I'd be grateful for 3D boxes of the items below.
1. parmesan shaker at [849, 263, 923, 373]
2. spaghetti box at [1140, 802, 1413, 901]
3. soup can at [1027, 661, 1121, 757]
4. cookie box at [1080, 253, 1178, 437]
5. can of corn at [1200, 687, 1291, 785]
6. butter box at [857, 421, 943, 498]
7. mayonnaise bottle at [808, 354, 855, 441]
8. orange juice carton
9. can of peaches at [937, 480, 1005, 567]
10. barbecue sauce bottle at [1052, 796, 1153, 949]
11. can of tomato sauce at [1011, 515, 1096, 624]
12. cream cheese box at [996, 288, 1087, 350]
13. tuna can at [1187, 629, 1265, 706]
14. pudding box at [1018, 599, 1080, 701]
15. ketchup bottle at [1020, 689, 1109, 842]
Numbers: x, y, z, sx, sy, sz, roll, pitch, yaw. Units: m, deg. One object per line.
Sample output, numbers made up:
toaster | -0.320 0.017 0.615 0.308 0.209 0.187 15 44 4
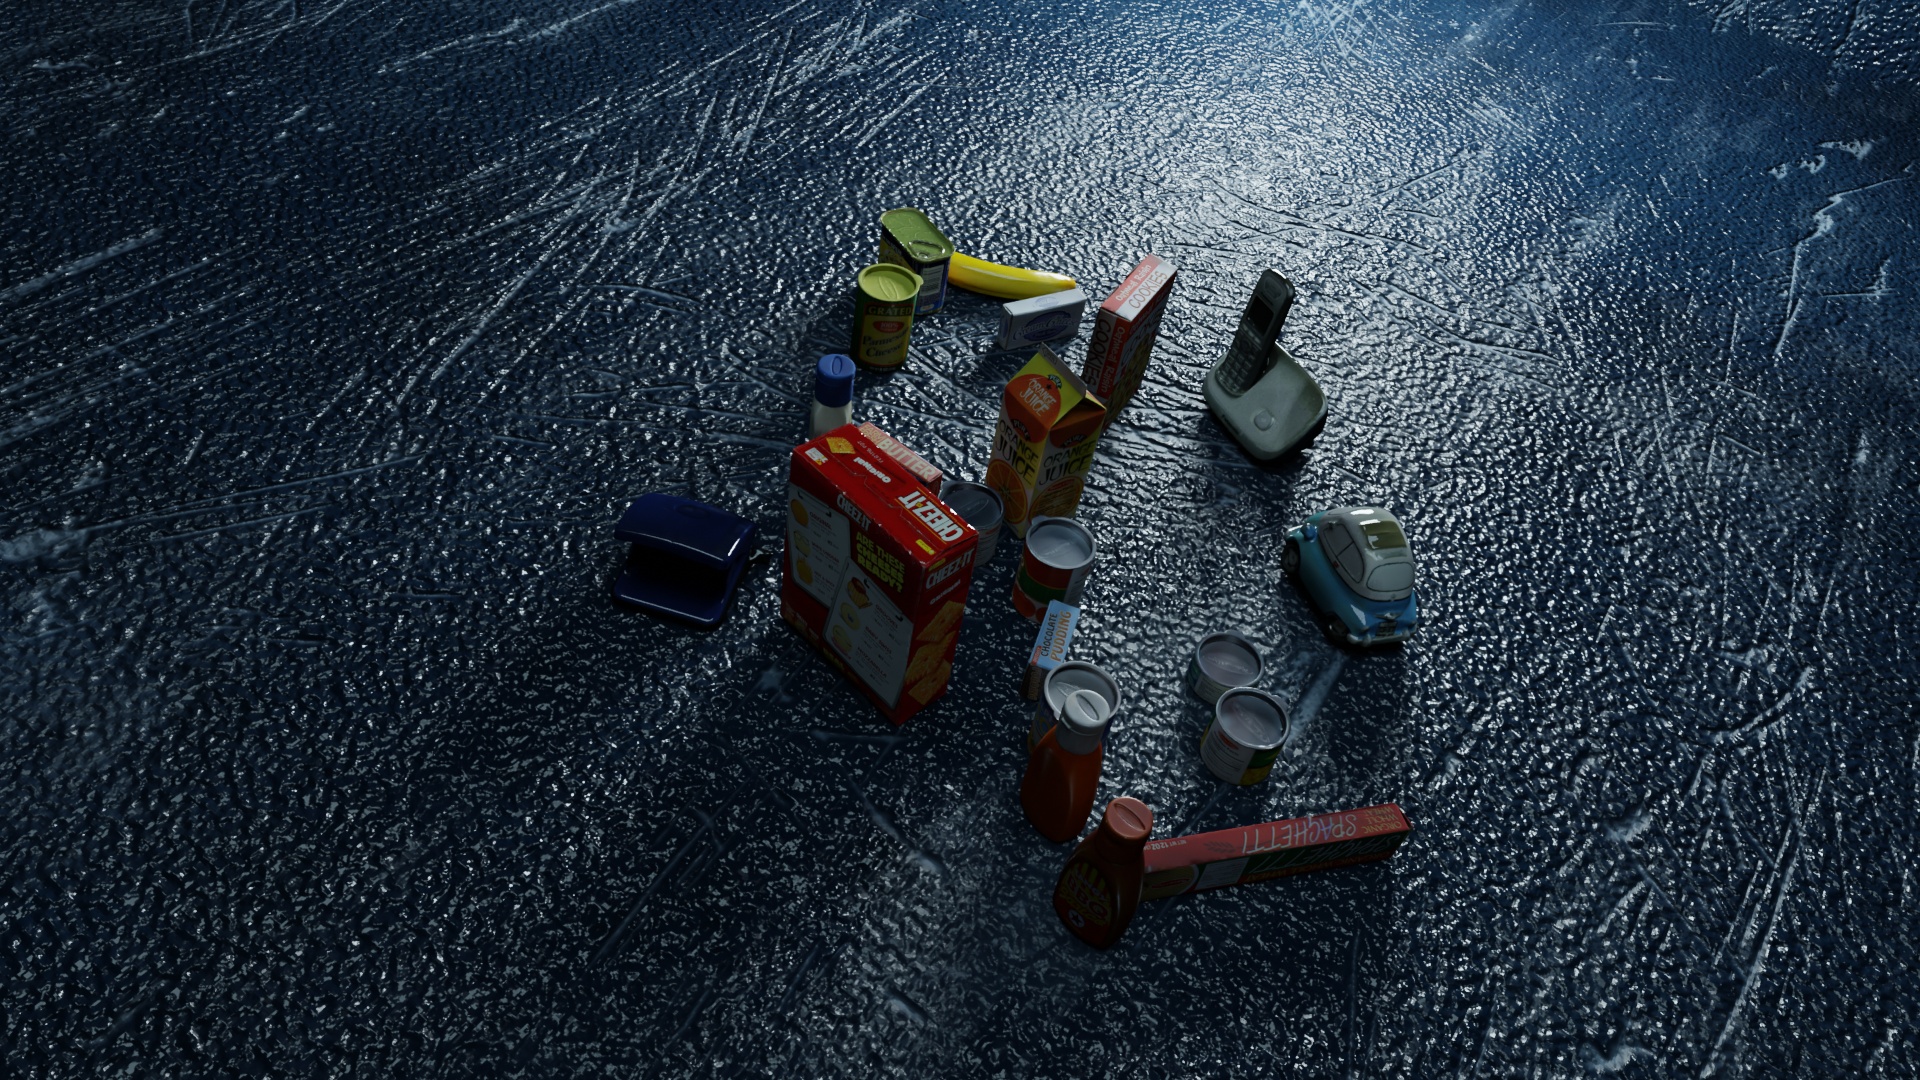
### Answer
parmesan shaker | -0.081 -0.242 1.521 0.071 0.102 0.072 6 46 -6
spaghetti box | 0.252 0.257 1.146 0.250 0.049 0.029 -5 48 -16
soup can | 0.094 0.156 1.188 0.071 0.083 0.072 6 46 -6
cookie box | 0.173 -0.207 1.495 0.040 0.166 0.123 27 48 15
can of corn | 0.252 0.172 1.222 0.071 0.058 0.071 6 46 -6
butter box | -0.066 -0.071 1.395 0.103 0.052 0.024 35 50 21
mayonnaise bottle | -0.127 -0.114 1.357 0.041 0.147 0.065 6 46 -6
orange juice carton | 0.083 -0.099 1.355 0.073 0.191 0.072 -22 54 -28
can of peaches | 0.005 -0.017 1.354 0.071 0.057 0.071 6 46 -6
barbecue sauce bottle | 0.112 0.250 1.056 0.044 0.147 0.065 -31 59 -34
can of tomato sauce | 0.085 0.028 1.309 0.071 0.082 0.071 6 46 -6
cream cheese box | 0.094 -0.255 1.604 0.104 0.053 0.024 -16 52 -25
tuna can | 0.246 0.119 1.290 0.071 0.032 0.071 6 46 -6
pudding box | 0.081 0.100 1.262 0.030 0.049 0.084 18 46 6
ketchup bottle | 0.086 0.179 1.118 0.044 0.148 0.065 -20 53 -27
